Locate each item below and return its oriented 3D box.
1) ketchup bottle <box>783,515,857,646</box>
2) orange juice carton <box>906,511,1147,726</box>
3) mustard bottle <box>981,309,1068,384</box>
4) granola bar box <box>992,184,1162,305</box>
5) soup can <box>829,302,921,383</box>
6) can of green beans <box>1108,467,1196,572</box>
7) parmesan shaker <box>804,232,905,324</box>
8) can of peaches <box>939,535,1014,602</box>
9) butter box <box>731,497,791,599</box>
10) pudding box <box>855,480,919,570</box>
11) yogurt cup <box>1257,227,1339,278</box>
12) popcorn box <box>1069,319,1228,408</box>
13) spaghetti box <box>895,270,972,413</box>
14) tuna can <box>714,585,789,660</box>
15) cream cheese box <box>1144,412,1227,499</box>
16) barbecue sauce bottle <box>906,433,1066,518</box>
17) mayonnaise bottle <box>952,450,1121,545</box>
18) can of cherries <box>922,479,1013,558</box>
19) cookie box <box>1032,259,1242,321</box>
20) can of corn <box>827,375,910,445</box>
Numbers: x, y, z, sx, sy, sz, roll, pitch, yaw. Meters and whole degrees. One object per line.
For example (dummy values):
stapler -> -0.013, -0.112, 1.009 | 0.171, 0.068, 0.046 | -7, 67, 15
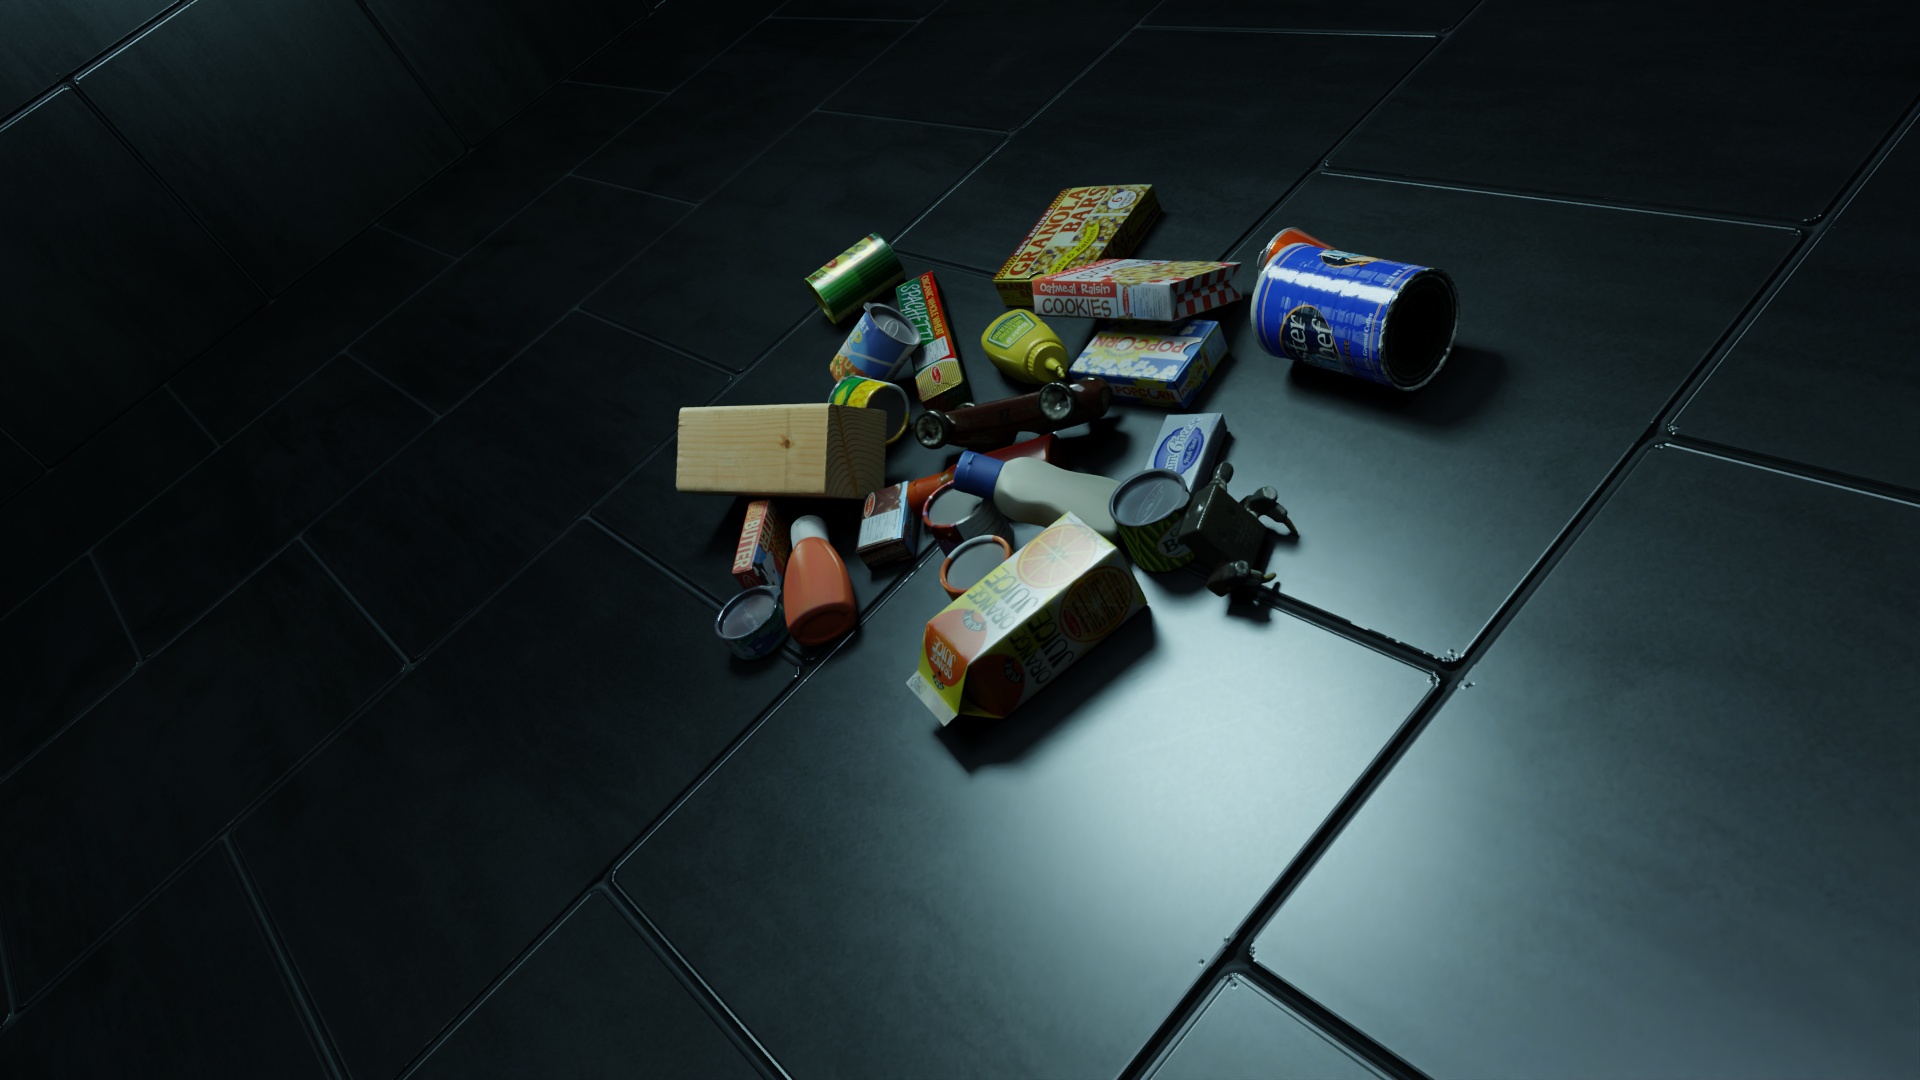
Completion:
ketchup bottle -> -0.136, 0.032, 1.300 | 0.064, 0.043, 0.149 | -25, 38, 7
orange juice carton -> 0.046, 0.071, 1.109 | 0.193, 0.072, 0.072 | -38, 38, -8
mustard bottle -> 0.072, -0.188, 1.384 | 0.065, 0.048, 0.160 | -41, 28, -2
granola bar box -> 0.128, -0.325, 1.525 | 0.124, 0.039, 0.166 | 8, 52, 40
soup can -> -0.094, -0.203, 1.487 | 0.083, 0.071, 0.072 | -51, 28, 29
can of green beans -> 0.162, -0.016, 1.140 | 0.071, 0.057, 0.071 | -19, 39, 16
parmesan shaker -> -0.127, -0.315, 1.667 | 0.103, 0.071, 0.071 | -36, 37, -6
can of peaches -> 0.024, 0.039, 1.172 | 0.071, 0.058, 0.071 | -19, 38, 16
butter box -> -0.193, 0.012, 1.355 | 0.024, 0.053, 0.104 | -15, 40, 18
pudding box -> -0.067, -0.015, 1.317 | 0.049, 0.030, 0.084 | -17, 39, 19
yogurt cup -> 0.320, -0.252, 1.294 | 0.072, 0.072, 0.054 | -44, 47, -16
popcorn box -> 0.178, -0.171, 1.320 | 0.127, 0.038, 0.085 | 12, 54, 43
spaghetti box -> -0.031, -0.220, 1.524 | 0.050, 0.028, 0.251 | -24, 38, 9
tuna can -> -0.191, 0.076, 1.298 | 0.071, 0.032, 0.071 | -19, 39, 16
cream cheese box -> 0.192, -0.068, 1.205 | 0.053, 0.024, 0.104 | -1, 47, 34
barbecue sauce bottle -> 0.023, -0.056, 1.291 | 0.148, 0.043, 0.065 | -15, 28, 21
mayonnaise bottle -> 0.069, -0.039, 1.192 | 0.148, 0.041, 0.065 | 18, 53, 10
can of cherries -> 0.004, -0.016, 1.246 | 0.071, 0.058, 0.072 | -18, 40, 16
cookie box -> 0.172, -0.246, 1.365 | 0.167, 0.040, 0.123 | 12, 25, 42
can of corn -> -0.096, -0.132, 1.440 | 0.058, 0.071, 0.071 | 18, 59, 45
